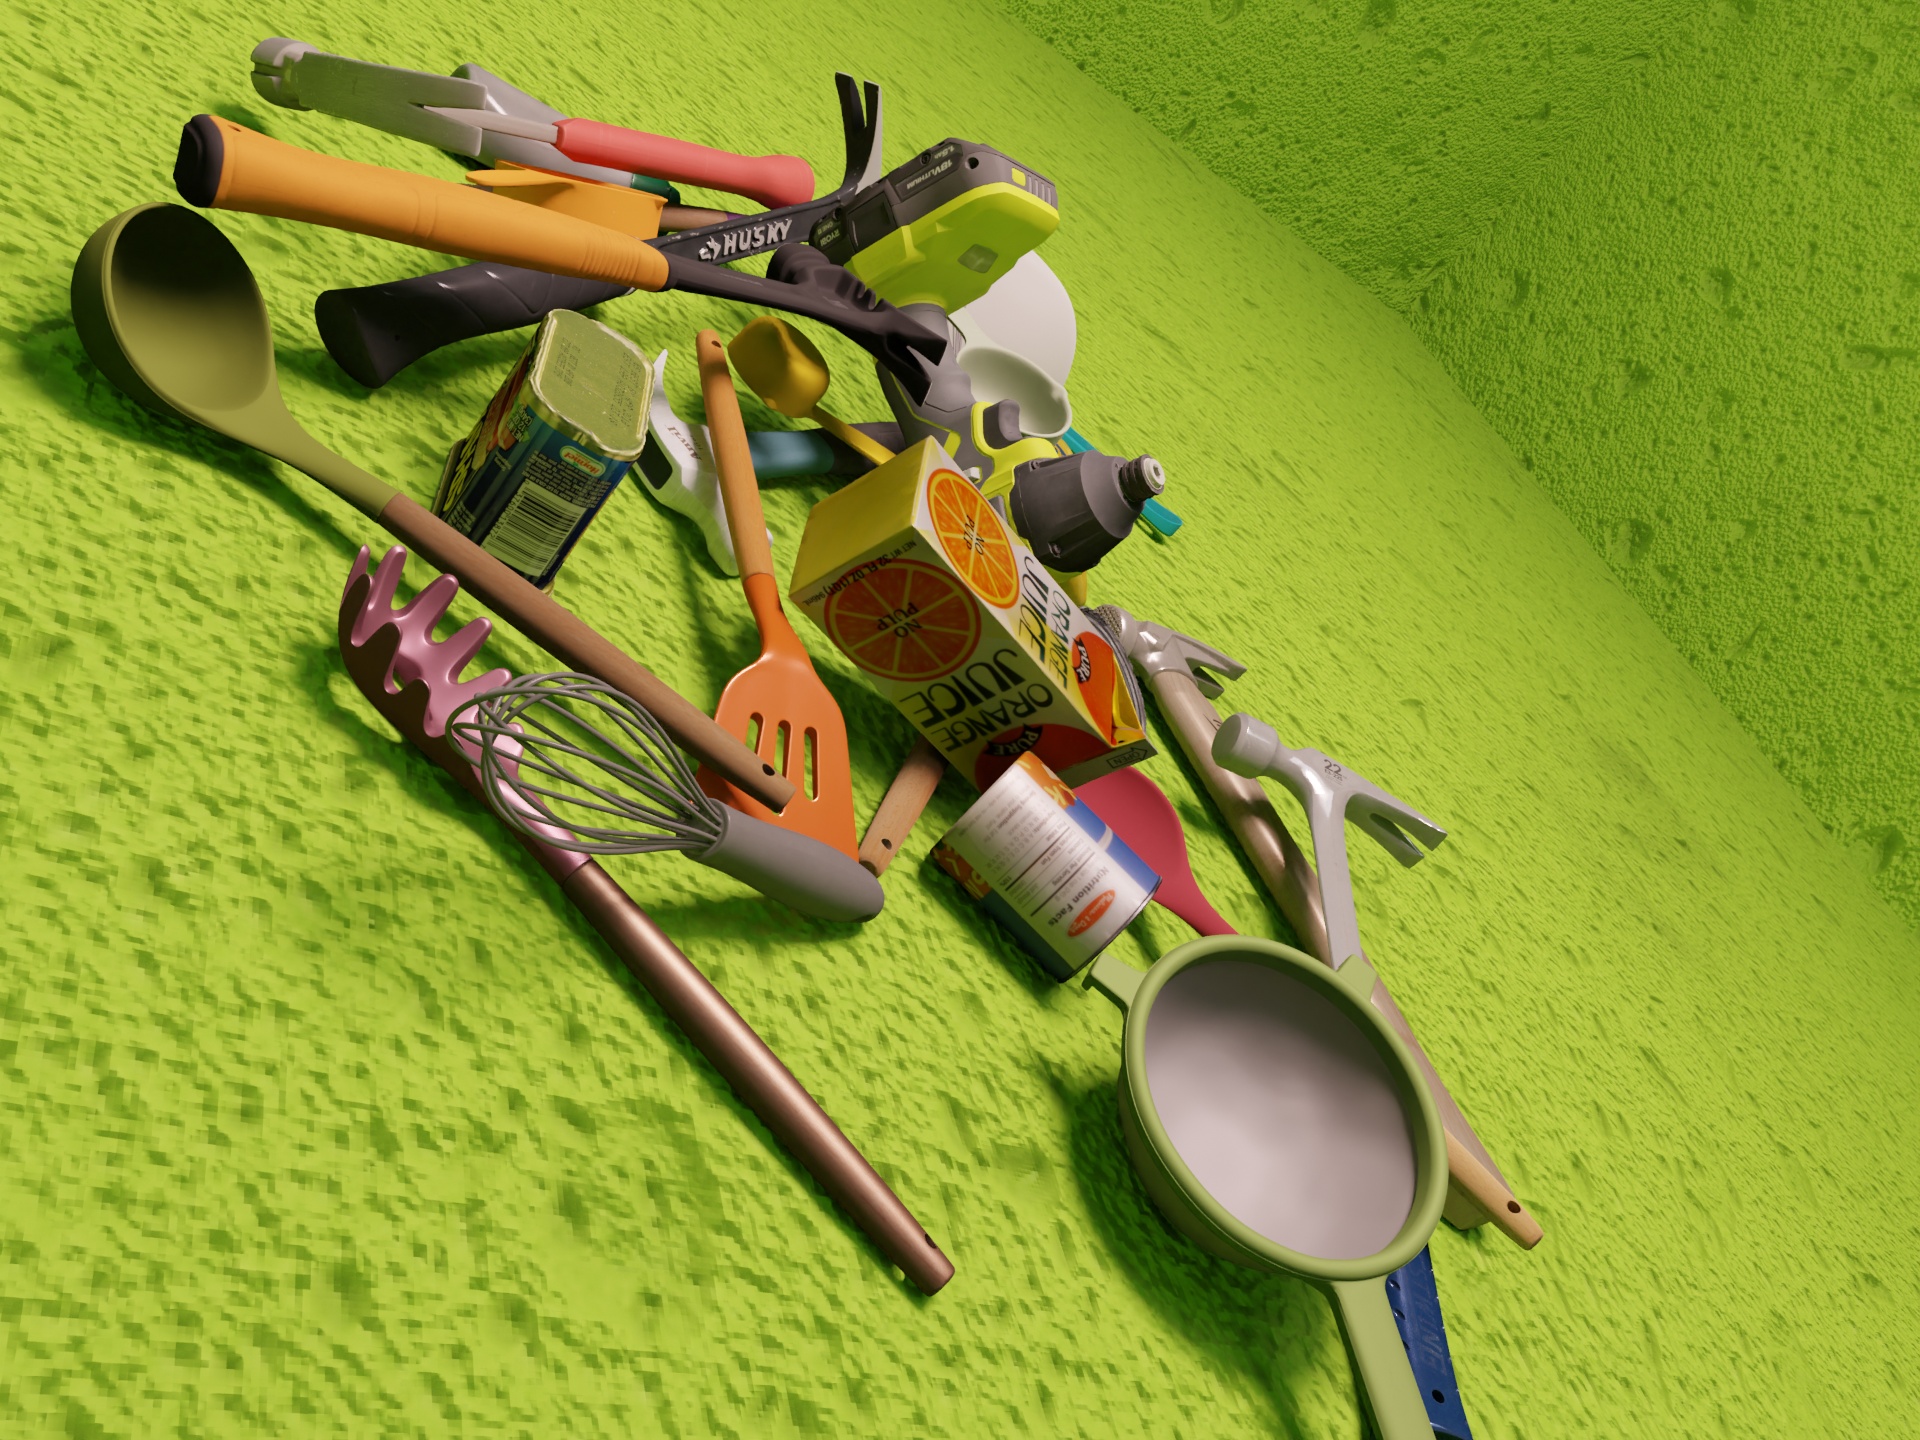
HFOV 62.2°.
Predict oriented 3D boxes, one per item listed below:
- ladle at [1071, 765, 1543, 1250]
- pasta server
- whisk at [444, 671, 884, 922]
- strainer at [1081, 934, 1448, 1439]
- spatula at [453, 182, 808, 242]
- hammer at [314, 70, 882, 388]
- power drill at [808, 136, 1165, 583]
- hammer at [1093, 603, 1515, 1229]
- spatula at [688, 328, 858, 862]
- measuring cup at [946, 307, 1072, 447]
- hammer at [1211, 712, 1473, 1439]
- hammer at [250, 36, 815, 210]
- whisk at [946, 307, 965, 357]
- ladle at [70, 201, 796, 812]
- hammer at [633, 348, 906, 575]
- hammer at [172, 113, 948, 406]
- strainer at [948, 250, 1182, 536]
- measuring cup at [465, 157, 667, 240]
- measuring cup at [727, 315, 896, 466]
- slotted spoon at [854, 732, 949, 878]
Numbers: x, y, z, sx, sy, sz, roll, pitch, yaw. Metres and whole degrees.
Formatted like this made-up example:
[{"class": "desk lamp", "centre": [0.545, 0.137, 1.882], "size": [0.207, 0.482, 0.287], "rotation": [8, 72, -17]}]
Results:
[{"class": "ladle", "centre": [0.147, 0.123, 0.746], "size": [0.069, 0.031, 0.316], "rotation": [-23, 50, -28]}, {"class": "pasta server", "centre": [-0.108, 0.067, 0.541], "size": [0.316, 0.040, 0.060], "rotation": [47, 13, 5]}, {"class": "whisk", "centre": [-0.086, 0.036, 0.551], "size": [0.055, 0.055, 0.238], "rotation": [60, 12, 30]}, {"class": "strainer", "centre": [0.133, 0.211, 0.631], "size": [0.151, 0.069, 0.257], "rotation": [5, 52, -28]}, {"class": "spatula", "centre": [-0.163, -0.302, 0.959], "size": [0.060, 0.018, 0.316], "rotation": [13, 17, 42]}, {"class": "hammer", "centre": [-0.156, -0.239, 0.812], "size": [0.036, 0.149, 0.409], "rotation": [25, 34, 20]}, {"class": "power drill", "centre": [0.010, -0.173, 0.823], "size": [0.080, 0.171, 0.223], "rotation": [3, 71, -54]}, {"class": "hammer", "centre": [0.200, 0.099, 0.922], "size": [0.146, 0.038, 0.411], "rotation": [17, 37, -44]}, {"class": "spatula", "centre": [-0.100, -0.072, 0.723], "size": [0.081, 0.041, 0.323], "rotation": [16, 41, -33]}, {"class": "measuring cup", "centre": [0.000, -0.212, 0.934], "size": [0.083, 0.038, 0.168], "rotation": [-10, 56, -41]}, {"class": "hammer", "centre": [0.200, 0.158, 0.779], "size": [0.144, 0.035, 0.406], "rotation": [25, 38, -16]}, {"class": "hammer", "centre": [-0.187, -0.312, 0.867], "size": [0.149, 0.036, 0.359], "rotation": [22, 19, 26]}, {"class": "whisk", "centre": [-0.012, -0.213, 0.995], "size": [0.070, 0.070, 0.285], "rotation": [24, 35, -33]}, {"class": "ladle", "centre": [-0.187, -0.072, 0.595], "size": [0.320, 0.062, 0.078], "rotation": [37, 32, -8]}, {"class": "hammer", "centre": [-0.075, -0.153, 0.913], "size": [0.128, 0.033, 0.331], "rotation": [49, 27, 10]}, {"class": "hammer", "centre": [-0.157, -0.198, 0.685], "size": [0.336, 0.034, 0.127], "rotation": [-1, 35, -46]}, {"class": "strainer", "centre": [0.064, -0.286, 1.228], "size": [0.340, 0.095, 0.211], "rotation": [42, 26, 1]}, {"class": "measuring cup", "centre": [-0.211, -0.249, 0.804], "size": [0.095, 0.052, 0.174], "rotation": [15, 19, 4]}, {"class": "measuring cup", "centre": [-0.060, -0.173, 0.891], "size": [0.156, 0.029, 0.062], "rotation": [31, 30, -29]}, {"class": "slotted spoon", "centre": [-0.001, -0.003, 0.803], "size": [0.070, 0.031, 0.314], "rotation": [45, 28, -8]}]
